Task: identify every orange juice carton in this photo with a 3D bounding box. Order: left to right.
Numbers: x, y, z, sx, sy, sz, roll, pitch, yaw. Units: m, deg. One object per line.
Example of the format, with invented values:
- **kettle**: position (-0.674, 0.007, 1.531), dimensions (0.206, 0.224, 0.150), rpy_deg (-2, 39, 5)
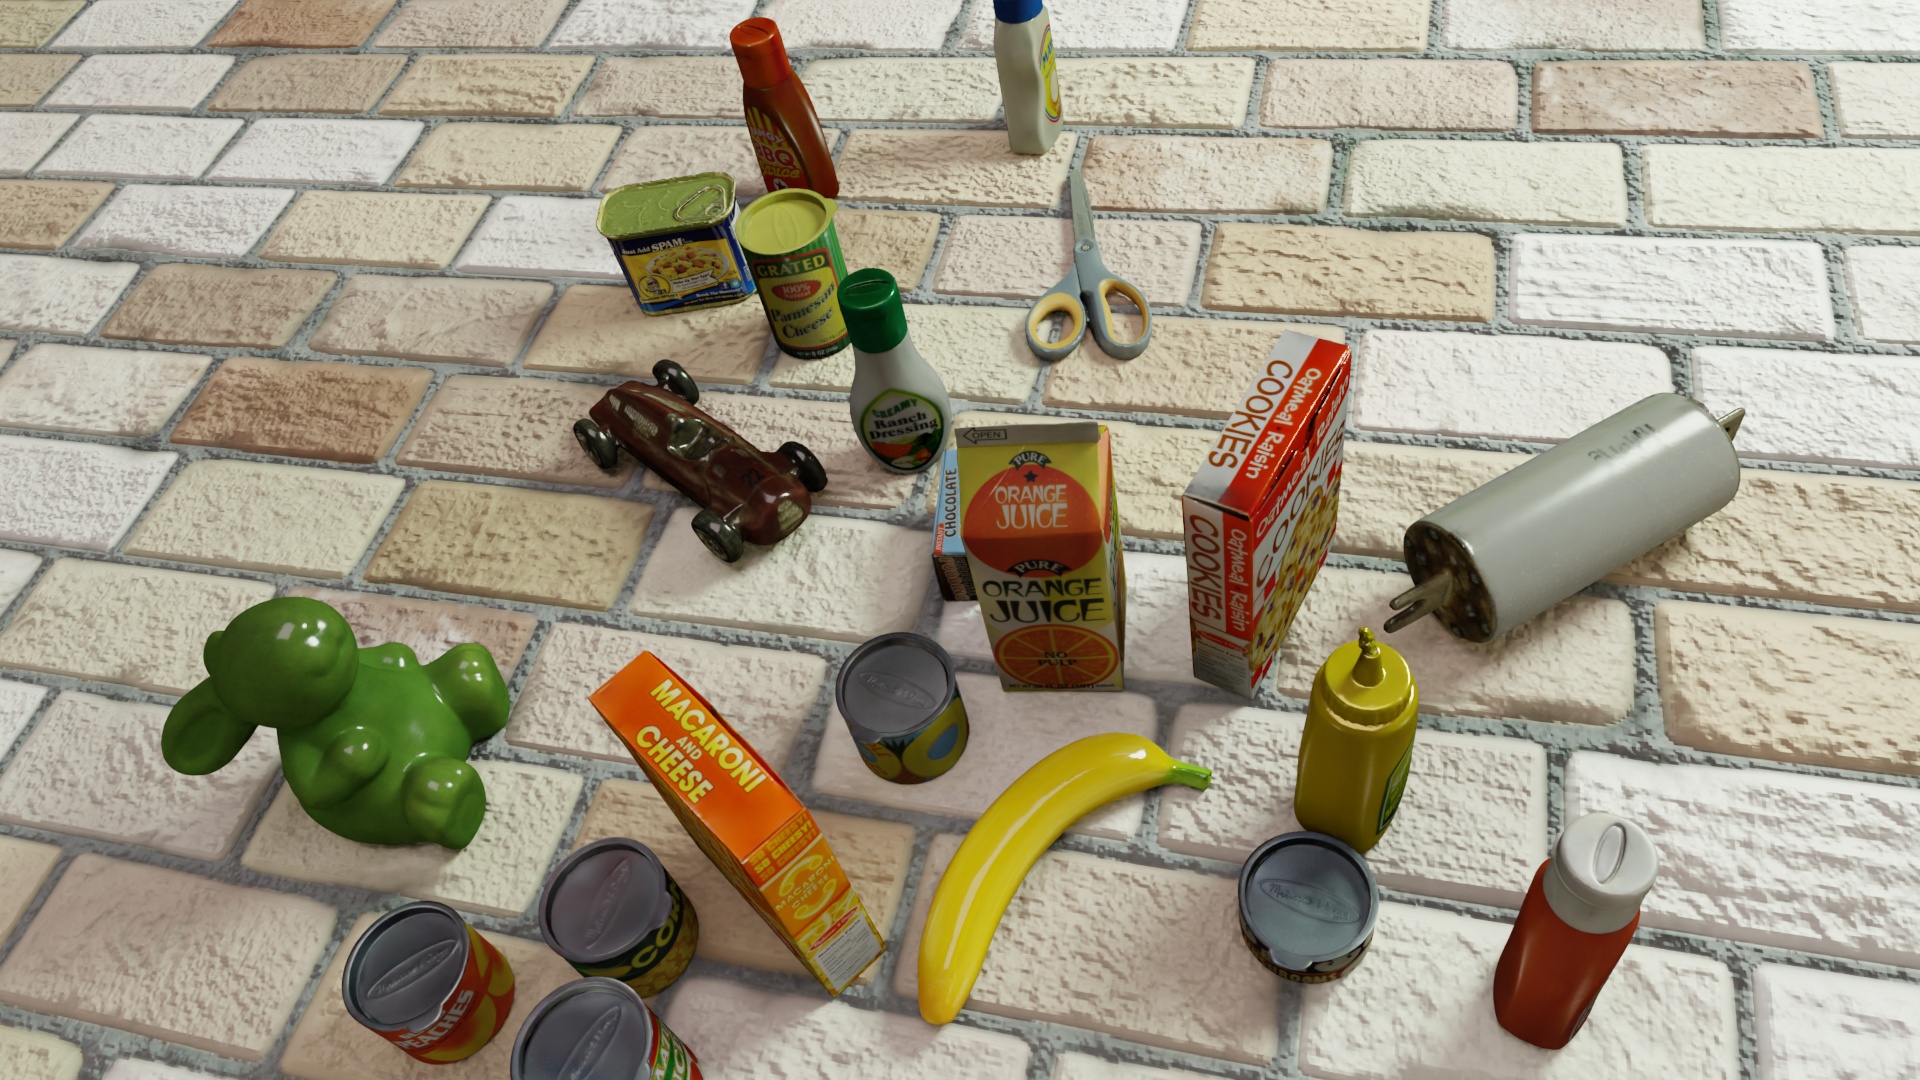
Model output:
- **orange juice carton**: position (0.046, 0.001, 0.739), dimensions (0.072, 0.191, 0.073), rpy_deg (-2, 53, 11)

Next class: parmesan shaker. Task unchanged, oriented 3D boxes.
- **parmesan shaker**: position (-0.108, -0.185, 0.971), dimensions (0.071, 0.102, 0.072), rpy_deg (-6, 52, 7)

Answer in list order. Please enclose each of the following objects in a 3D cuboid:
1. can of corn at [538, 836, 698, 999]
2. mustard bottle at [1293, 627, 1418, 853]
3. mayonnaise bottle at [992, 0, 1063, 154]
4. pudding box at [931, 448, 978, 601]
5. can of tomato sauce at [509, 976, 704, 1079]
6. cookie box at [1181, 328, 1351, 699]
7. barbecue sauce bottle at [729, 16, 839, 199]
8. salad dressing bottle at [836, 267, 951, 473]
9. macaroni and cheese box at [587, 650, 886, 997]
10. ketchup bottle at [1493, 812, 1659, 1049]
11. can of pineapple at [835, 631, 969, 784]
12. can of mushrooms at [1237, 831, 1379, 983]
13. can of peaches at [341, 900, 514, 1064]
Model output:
- **can of corn**: position (-0.173, 0.197, 0.717), dimensions (0.071, 0.058, 0.071), rpy_deg (-6, 52, 7)
- **mustard bottle**: position (0.190, 0.091, 0.661), dimensions (0.049, 0.159, 0.065), rpy_deg (20, 59, 25)
- **mayonnaise bottle**: position (0.049, -0.370, 1.054), dimensions (0.041, 0.147, 0.065), rpy_deg (7, 55, 17)
- **pudding box**: position (0.003, -0.011, 0.848), dimensions (0.030, 0.049, 0.084), rpy_deg (-2, 53, 10)
- **can of tomato sauce**: position (-0.162, 0.253, 0.655), dimensions (0.071, 0.082, 0.071), rpy_deg (-6, 52, 7)
- **cookie box**: position (0.165, -0.010, 0.740), dimensions (0.040, 0.166, 0.123), rpy_deg (21, 60, 25)
- **barbecue sauce bottle**: position (-0.137, -0.322, 1.054), dimensions (0.065, 0.147, 0.044), rpy_deg (27, 62, 28)
- **salad dressing bottle**: position (-0.044, -0.104, 0.867), dimensions (0.064, 0.147, 0.044), rpy_deg (-11, 52, 3)
- **macaroni and cheese box**: position (-0.105, 0.140, 0.678), dimensions (0.040, 0.165, 0.124), rpy_deg (-40, 56, -19)
- **ketchup bottle**: position (0.263, 0.165, 0.596), dimensions (0.043, 0.148, 0.065), rpy_deg (19, 59, 24)
- **can of pineapple**: position (-0.032, 0.095, 0.768), dimensions (0.071, 0.057, 0.071), rpy_deg (-6, 52, 7)
- **can of mushrooms**: position (0.168, 0.181, 0.677), dimensions (0.071, 0.033, 0.071), rpy_deg (-6, 52, 7)
- **can of peaches**: position (-0.270, 0.229, 0.712), dimensions (0.071, 0.057, 0.071), rpy_deg (-6, 52, 7)
